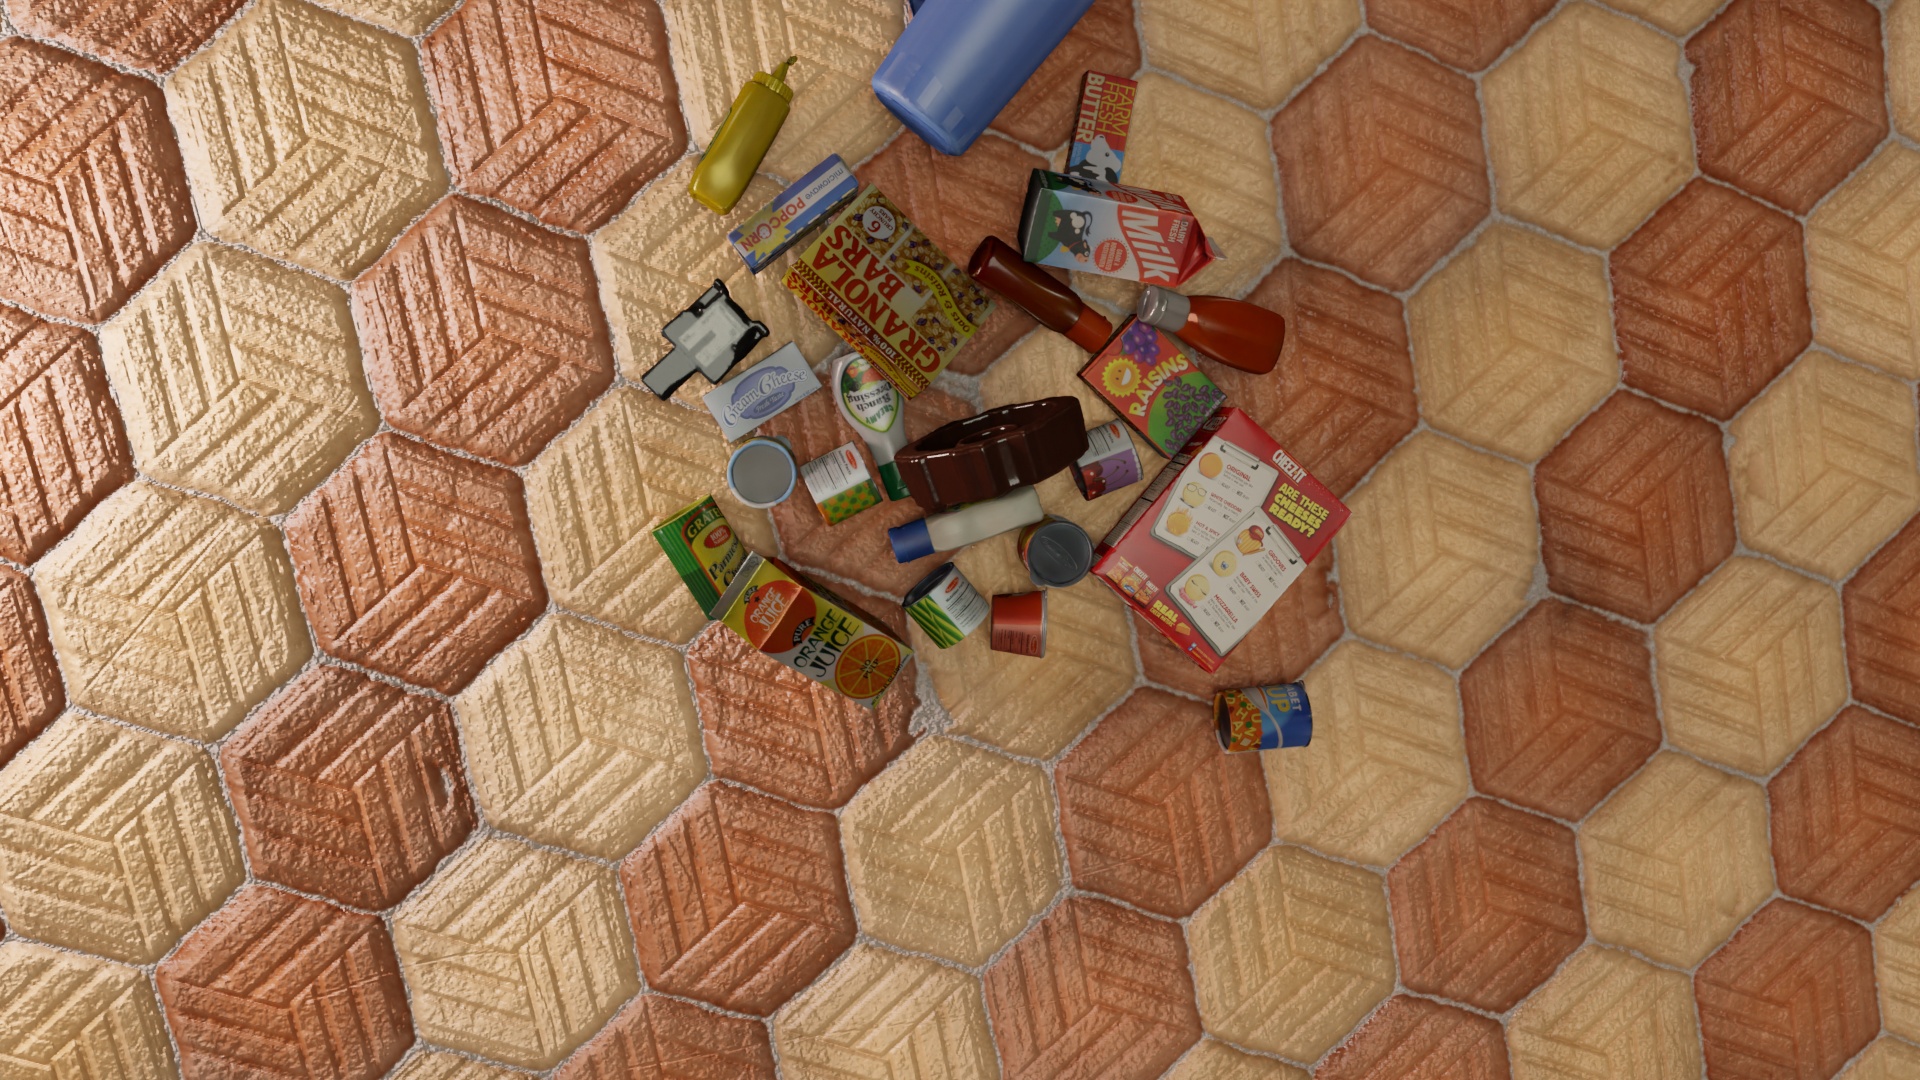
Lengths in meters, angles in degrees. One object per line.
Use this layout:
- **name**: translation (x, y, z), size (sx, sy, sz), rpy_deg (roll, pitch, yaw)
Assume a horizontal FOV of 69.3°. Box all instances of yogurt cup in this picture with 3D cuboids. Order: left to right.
- **yogurt cup**: translation (0.057, 0.082, 1.368), size (0.054, 0.072, 0.072), rpy_deg (2, 97, 0)

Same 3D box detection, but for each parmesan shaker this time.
- **parmesan shaker**: translation (-0.236, 0.015, 1.320), size (0.071, 0.071, 0.103), rpy_deg (-32, 101, -2)

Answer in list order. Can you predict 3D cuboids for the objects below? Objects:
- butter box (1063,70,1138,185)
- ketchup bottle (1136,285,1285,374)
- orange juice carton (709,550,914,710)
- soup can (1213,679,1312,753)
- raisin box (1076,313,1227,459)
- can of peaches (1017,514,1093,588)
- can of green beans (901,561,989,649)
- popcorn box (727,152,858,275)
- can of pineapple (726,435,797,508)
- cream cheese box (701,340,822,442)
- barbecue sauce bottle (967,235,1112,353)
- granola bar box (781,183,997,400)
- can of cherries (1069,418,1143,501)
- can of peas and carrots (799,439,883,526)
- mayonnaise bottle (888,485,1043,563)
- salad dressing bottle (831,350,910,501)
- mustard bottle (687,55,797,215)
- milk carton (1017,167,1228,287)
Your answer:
- **butter box**: translation (0.135, -0.394, 1.336), size (0.053, 0.024, 0.103), rpy_deg (9, 96, -9)
- **ketchup bottle**: translation (0.243, -0.209, 1.346), size (0.149, 0.043, 0.064), rpy_deg (14, 90, -24)
- **orange juice carton**: translation (-0.142, 0.080, 1.297), size (0.192, 0.073, 0.072), rpy_deg (34, 92, -37)
- **soup can**: translation (0.306, 0.178, 1.410), size (0.084, 0.071, 0.071), rpy_deg (-4, 98, -7)
- **raisin box**: translation (0.187, -0.152, 1.367), size (0.123, 0.040, 0.086), rpy_deg (43, 91, -10)
- **can of peaches**: translation (0.091, 0.011, 1.365), size (0.071, 0.058, 0.071), rpy_deg (-1, 98, -7)
- **can of green beans**: translation (-0.014, 0.064, 1.354), size (0.071, 0.071, 0.057), rpy_deg (-40, 101, -1)
- **popcorn box**: translation (-0.153, -0.299, 1.279), size (0.127, 0.085, 0.038), rpy_deg (-38, 100, -1)
- **can of pineapple**: translation (-0.187, -0.067, 1.318), size (0.071, 0.058, 0.071), rpy_deg (-1, 97, -7)
- **cream cheese box**: translation (-0.190, -0.142, 1.326), size (0.104, 0.024, 0.053), rpy_deg (-32, 99, -3)
- **barbecue sauce bottle**: translation (0.078, -0.233, 1.332), size (0.148, 0.065, 0.043), rpy_deg (31, 112, -19)
- **granola bar box**: translation (-0.066, -0.232, 1.302), size (0.165, 0.039, 0.125), rpy_deg (43, 66, -10)
- **can of cherries**: translation (0.139, -0.076, 1.357), size (0.058, 0.071, 0.071), rpy_deg (-23, 100, -4)
- **can of peas and carrots**: translation (-0.113, -0.053, 1.328), size (0.059, 0.071, 0.071), rpy_deg (-27, 100, -3)
- **mayonnaise bottle**: translation (0.005, -0.017, 1.350), size (0.148, 0.065, 0.041), rpy_deg (-18, 100, -1)
- **salad dressing bottle**: translation (-0.076, -0.112, 1.334), size (0.064, 0.044, 0.147), rpy_deg (-22, 100, -5)
- **mustard bottle**: translation (-0.194, -0.378, 1.277), size (0.049, 0.065, 0.160), rpy_deg (29, 87, -15)
- **milk carton**: translation (0.156, -0.293, 1.318), size (0.191, 0.073, 0.073), rpy_deg (8, 119, -9)
